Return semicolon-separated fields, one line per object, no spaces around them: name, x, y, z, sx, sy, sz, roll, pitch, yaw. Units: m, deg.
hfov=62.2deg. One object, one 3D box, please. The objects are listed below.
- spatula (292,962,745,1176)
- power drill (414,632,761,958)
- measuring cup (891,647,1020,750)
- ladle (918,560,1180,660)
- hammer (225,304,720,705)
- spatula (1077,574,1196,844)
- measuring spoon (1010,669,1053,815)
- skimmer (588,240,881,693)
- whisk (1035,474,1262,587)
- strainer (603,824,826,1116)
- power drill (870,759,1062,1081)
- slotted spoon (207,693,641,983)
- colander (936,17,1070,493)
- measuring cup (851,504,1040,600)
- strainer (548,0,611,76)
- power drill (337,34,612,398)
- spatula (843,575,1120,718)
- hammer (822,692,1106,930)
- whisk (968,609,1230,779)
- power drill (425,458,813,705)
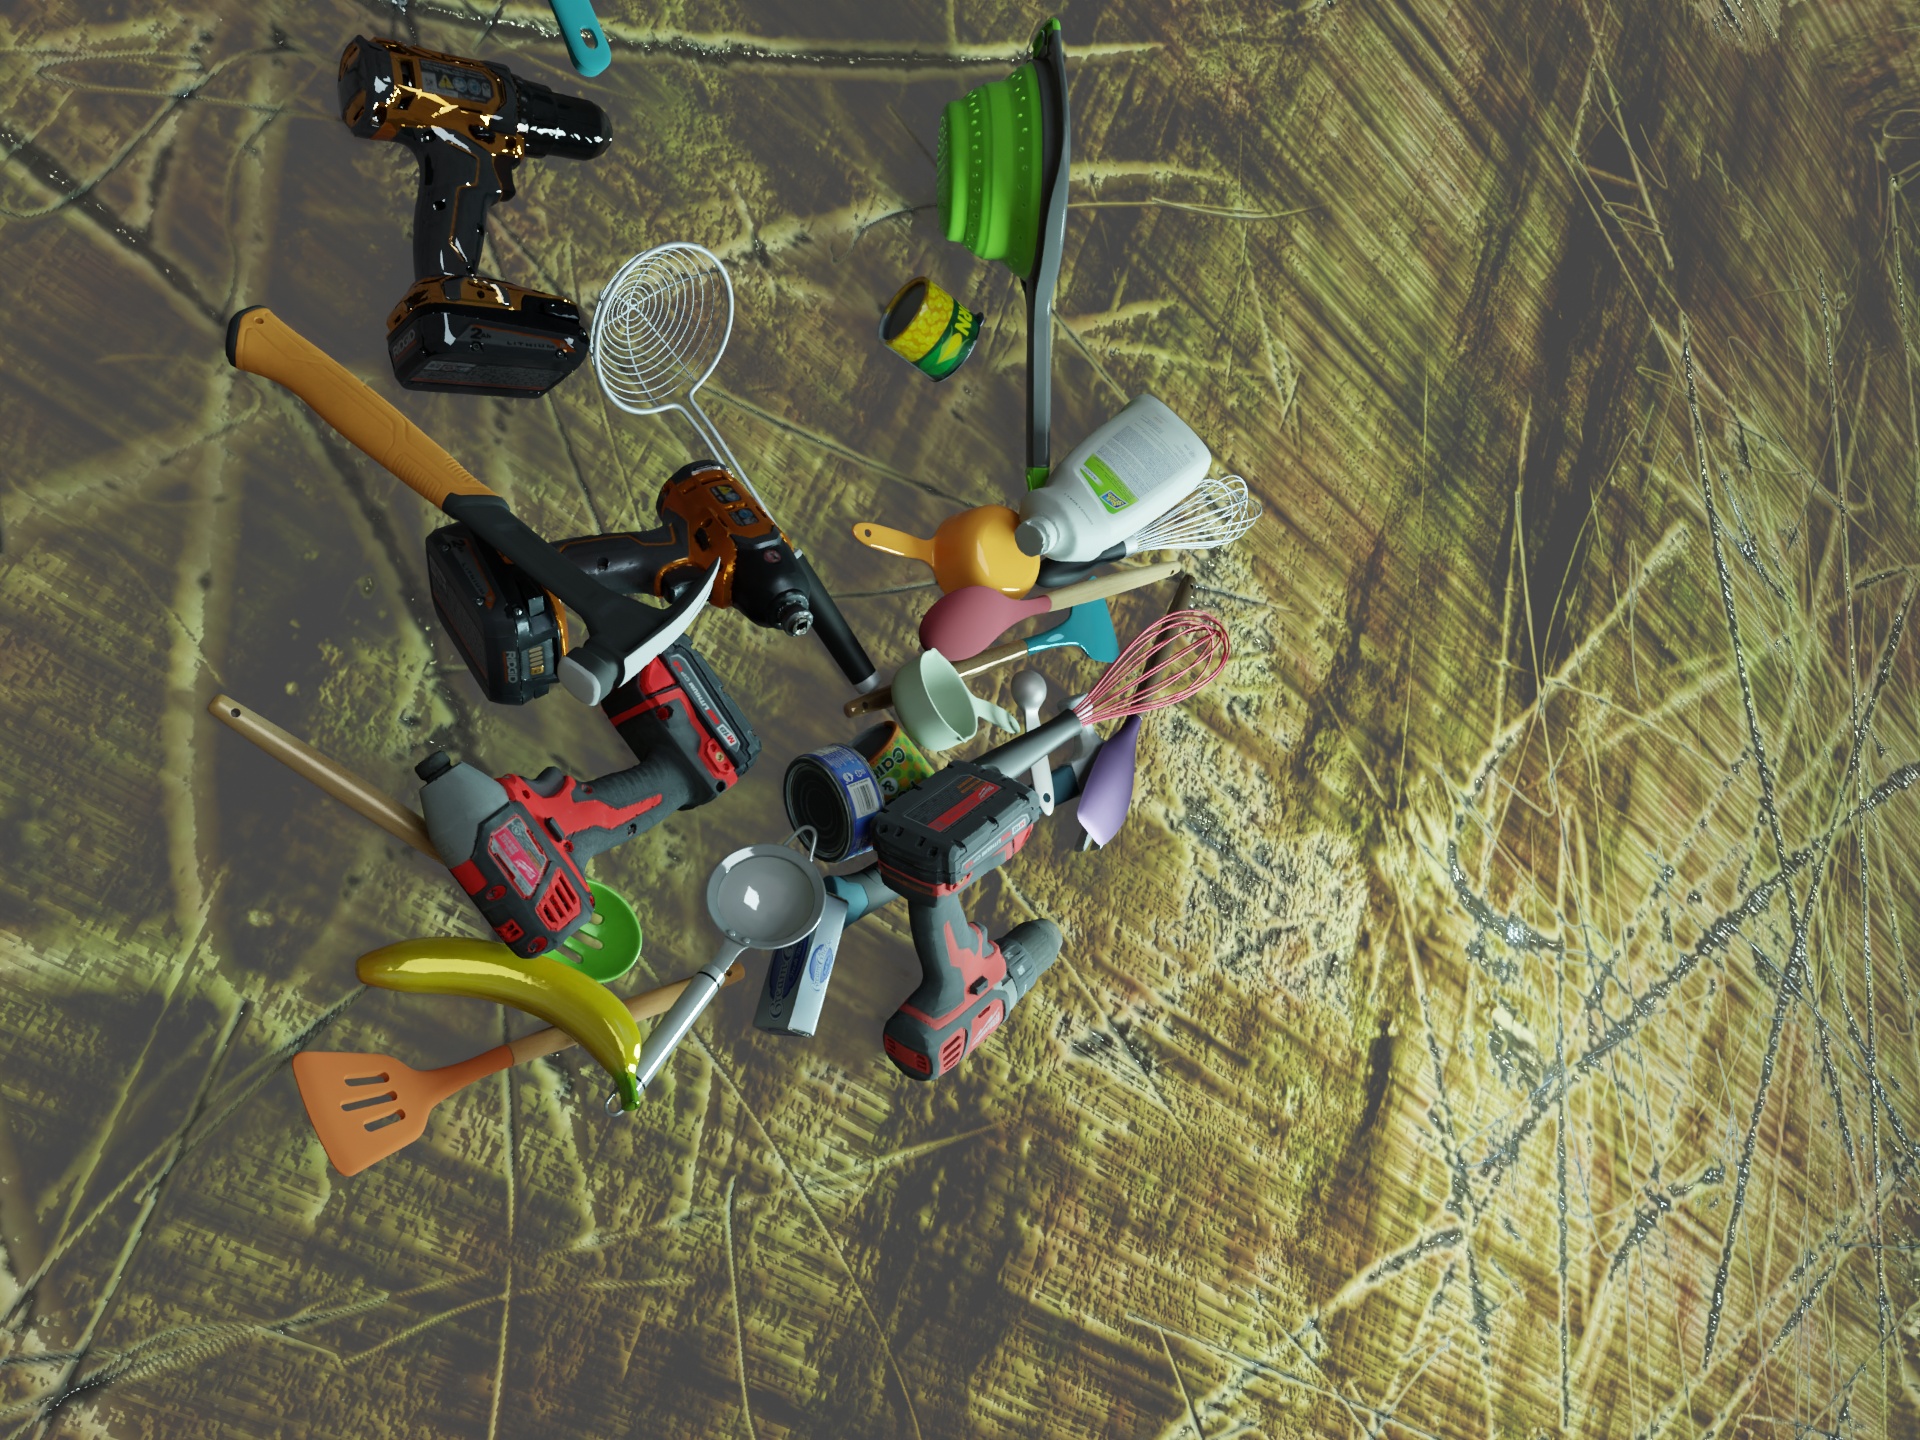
spatula;-0.271;0.209;1.042;0.322;0.041;0.081;-15;68;-42
power drill;-0.248;0.039;1.049;0.143;0.078;0.220;56;49;-11
measuring cup;-0.002;-0.004;1.279;0.167;0.038;0.083;22;45;-60
ladle;0.088;-0.103;1.347;0.315;0.031;0.069;-19;135;-43
hammer;-0.308;-0.149;0.972;0.337;0.034;0.127;37;51;6
spatula;0.165;-0.018;1.428;0.059;0.018;0.316;50;48;-30
measuring spoon;0.067;0.017;1.325;0.034;0.018;0.124;-3;80;-37
skimmer;-0.147;-0.173;1.174;0.127;0.090;0.363;-41;110;-27
whisk;0.173;-0.169;1.462;0.284;0.070;0.070;-23;98;-35
strainer;-0.172;0.174;1.110;0.087;0.050;0.258;27;49;10
power drill;0.013;0.146;1.223;0.188;0.080;0.226;-33;132;-41
slotted spoon;-0.338;0.076;1.020;0.313;0.031;0.070;39;60;-26
colander;0.030;-0.380;1.351;0.094;0.204;0.397;-1;101;-6
measuring cup;-0.007;-0.143;1.308;0.173;0.052;0.095;10;77;-40
strainer;-0.334;-0.598;1.089;0.211;0.095;0.340;-31;105;-35
power drill;-0.311;-0.338;1.078;0.185;0.084;0.226;-5;82;-41
spatula;0.027;-0.051;1.344;0.317;0.044;0.082;-20;96;-35
hammer;0.013;0.089;1.301;0.331;0.033;0.128;-25;98;-39
whisk;0.108;-0.009;1.316;0.296;0.073;0.073;-31;103;-22
power drill;-0.215;-0.088;1.046;0.226;0.164;0.084;-19;140;-28
